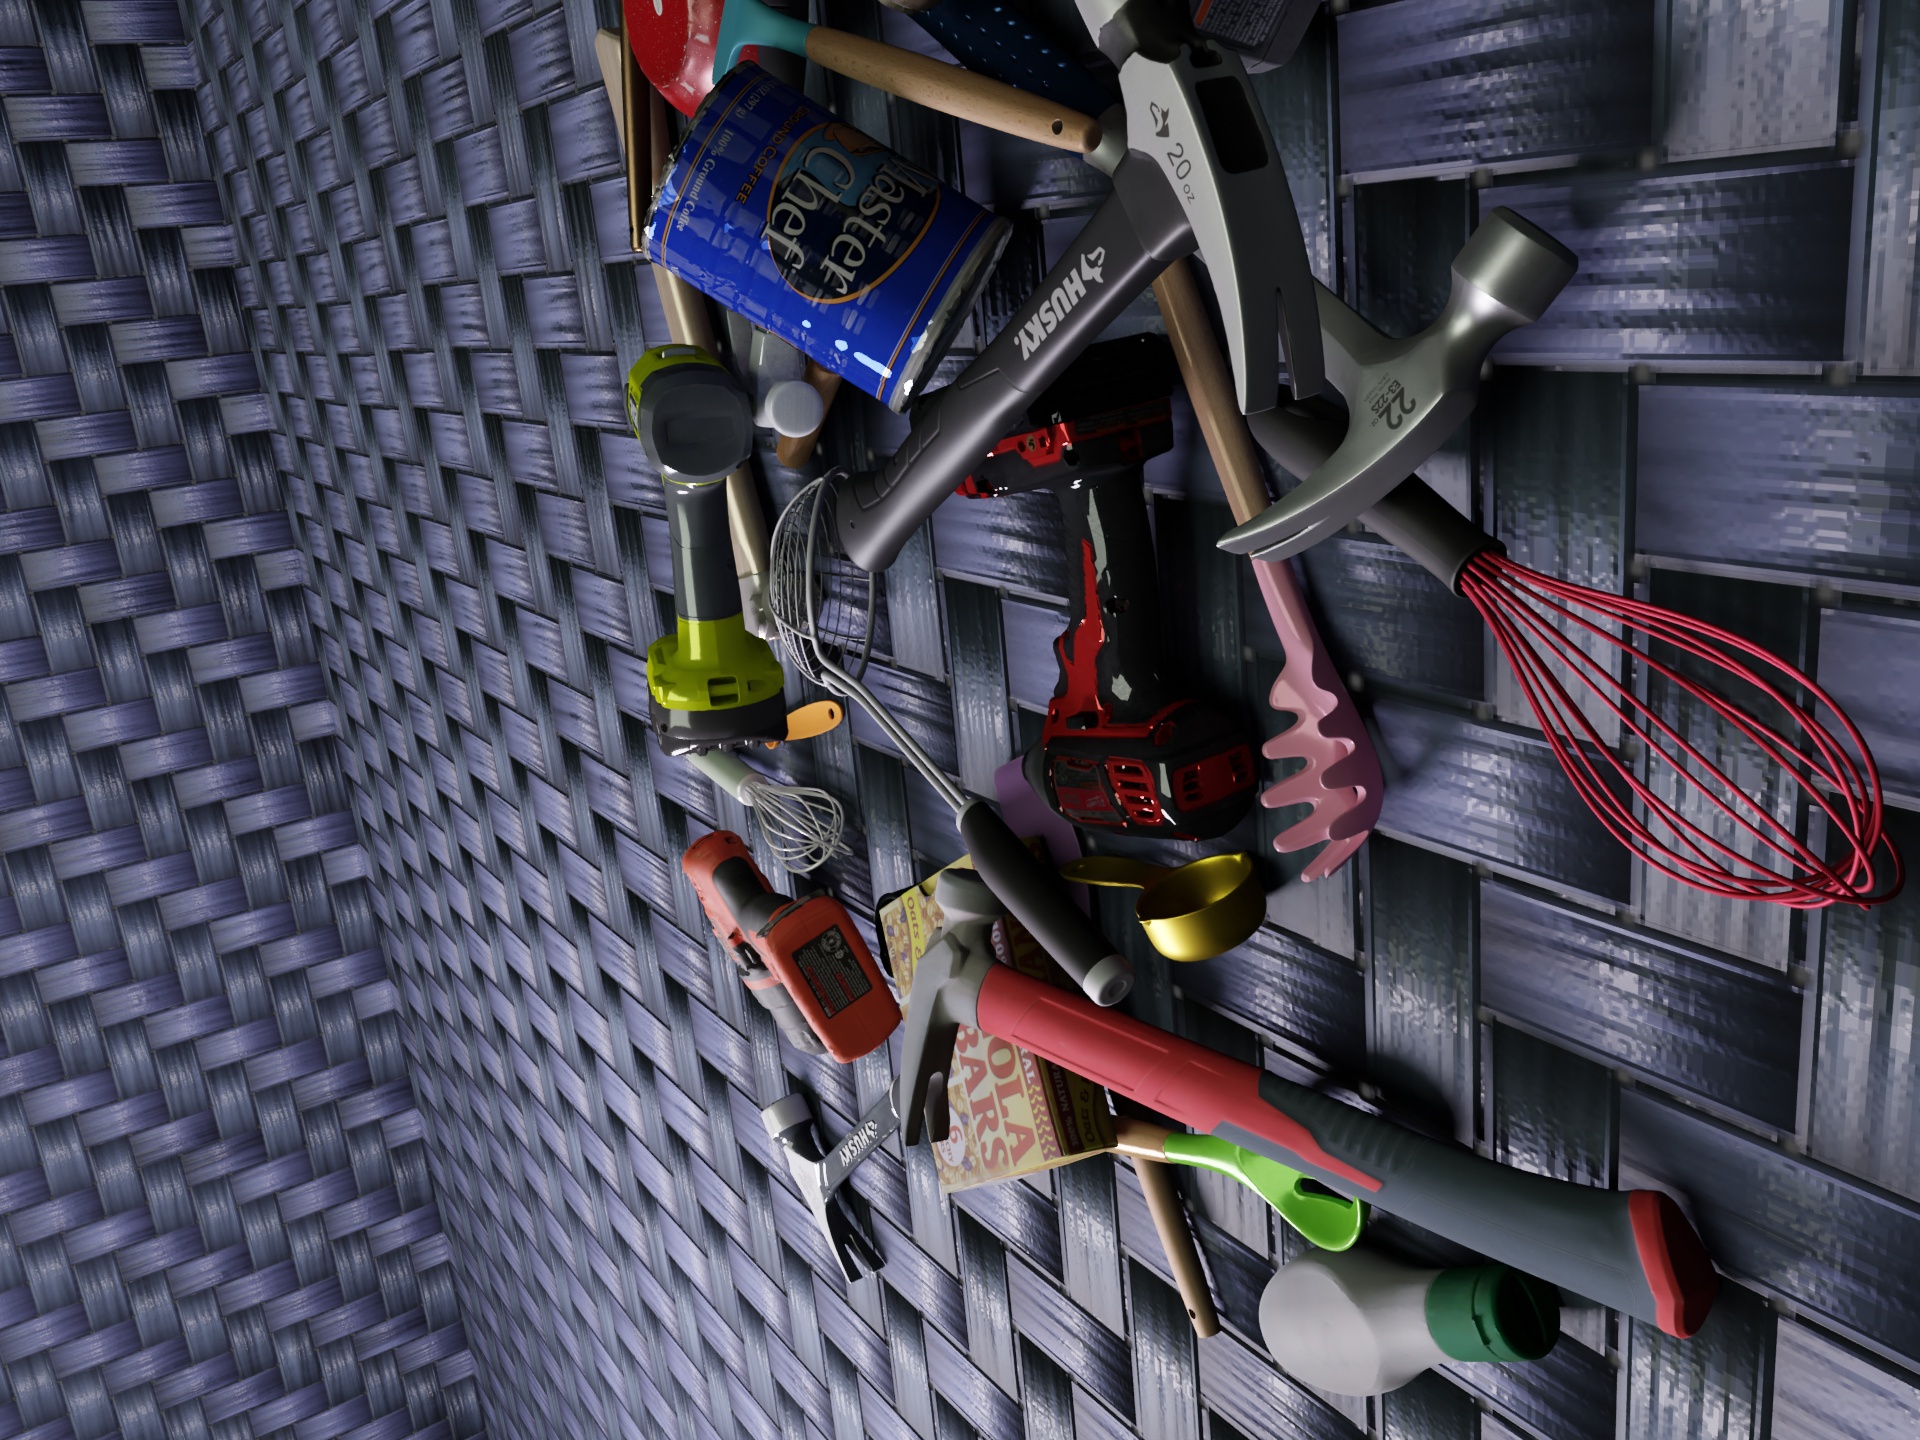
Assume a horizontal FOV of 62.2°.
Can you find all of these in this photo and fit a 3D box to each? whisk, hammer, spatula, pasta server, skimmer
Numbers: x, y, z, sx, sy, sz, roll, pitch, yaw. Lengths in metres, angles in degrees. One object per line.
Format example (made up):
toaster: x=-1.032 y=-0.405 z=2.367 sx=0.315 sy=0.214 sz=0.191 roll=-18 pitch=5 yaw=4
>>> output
whisk: x=-0.065 y=-0.217 z=0.888 sx=0.245 sy=0.051 sz=0.047 roll=126 pitch=143 yaw=-58
hammer: x=-0.095 y=-0.324 z=0.845 sx=0.128 sy=0.033 sz=0.331 roll=-137 pitch=48 yaw=-66
whisk: x=-0.144 y=0.052 z=1.135 sx=0.246 sy=0.059 sz=0.058 roll=28 pitch=90 yaw=56
hammer: x=-0.043 y=0.266 z=1.072 sx=0.149 sy=0.036 sz=0.408 roll=61 pitch=147 yaw=19
spatula: x=0.080 y=0.169 z=0.842 sx=0.060 sy=0.018 sz=0.316 roll=-29 pitch=78 yaw=56
whisk: x=0.186 y=-0.040 z=0.532 sx=0.296 sy=0.073 sz=0.073 roll=53 pitch=144 yaw=41
pasta server: x=0.111 y=-0.091 z=0.651 sx=0.060 sy=0.040 sz=0.316 roll=139 pitch=114 yaw=-75
hammer: x=0.118 y=0.179 z=0.682 sx=0.387 sy=0.038 sz=0.143 roll=15 pitch=97 yaw=44
skimmer: x=-0.001 y=-0.003 z=0.807 sx=0.364 sy=0.090 sz=0.127 roll=48 pitch=160 yaw=40
hammer: x=-0.182 y=-0.251 z=1.062 sx=0.146 sy=0.038 sz=0.410 roll=-10 pitch=95 yaw=61
hammer: x=0.020 y=-0.128 z=0.620 sx=0.146 sy=0.035 sz=0.334 roll=66 pitch=153 yaw=6
hammer: x=0.060 y=-0.227 z=0.642 sx=0.144 sy=0.035 sz=0.406 roll=-55 pitch=50 yaw=25
spatula: x=-0.040 y=-0.299 z=0.715 sx=0.318 sy=0.044 sz=0.082 roll=37 pitch=121 yaw=39

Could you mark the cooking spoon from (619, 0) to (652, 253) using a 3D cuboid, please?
cooking spoon: x=-0.204 y=-0.455 z=0.986 sx=0.069 sy=0.017 sz=0.319 roll=11 pitch=105 yaw=52

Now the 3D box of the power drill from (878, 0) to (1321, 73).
power drill: x=0.045 y=-0.322 z=0.589 sx=0.226 sy=0.084 sz=0.185 roll=55 pitch=132 yaw=34

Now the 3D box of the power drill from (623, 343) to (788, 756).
power drill: x=-0.159 y=-0.111 z=0.954 sx=0.191 sy=0.080 sz=0.228 roll=-129 pitch=33 yaw=-65

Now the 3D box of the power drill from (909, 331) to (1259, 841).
power drill: x=0.054 y=-0.053 z=0.727 sx=0.143 sy=0.078 sz=0.219 roll=0 pitch=106 yaw=60

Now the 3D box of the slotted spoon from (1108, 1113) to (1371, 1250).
slotted spoon: x=0.091 y=0.209 z=0.801 sx=0.314 sy=0.031 sz=0.070 roll=-9 pitch=93 yaw=56

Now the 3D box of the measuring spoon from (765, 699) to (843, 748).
measuring spoon: x=-0.106 y=0.002 z=1.081 sx=0.117 sy=0.011 sz=0.021 roll=-17 pitch=89 yaw=56

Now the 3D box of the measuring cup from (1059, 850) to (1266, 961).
measuring cup: x=0.090 y=0.085 z=0.760 sx=0.029 sy=0.062 sz=0.156 roll=64 pitch=159 yaw=-11
